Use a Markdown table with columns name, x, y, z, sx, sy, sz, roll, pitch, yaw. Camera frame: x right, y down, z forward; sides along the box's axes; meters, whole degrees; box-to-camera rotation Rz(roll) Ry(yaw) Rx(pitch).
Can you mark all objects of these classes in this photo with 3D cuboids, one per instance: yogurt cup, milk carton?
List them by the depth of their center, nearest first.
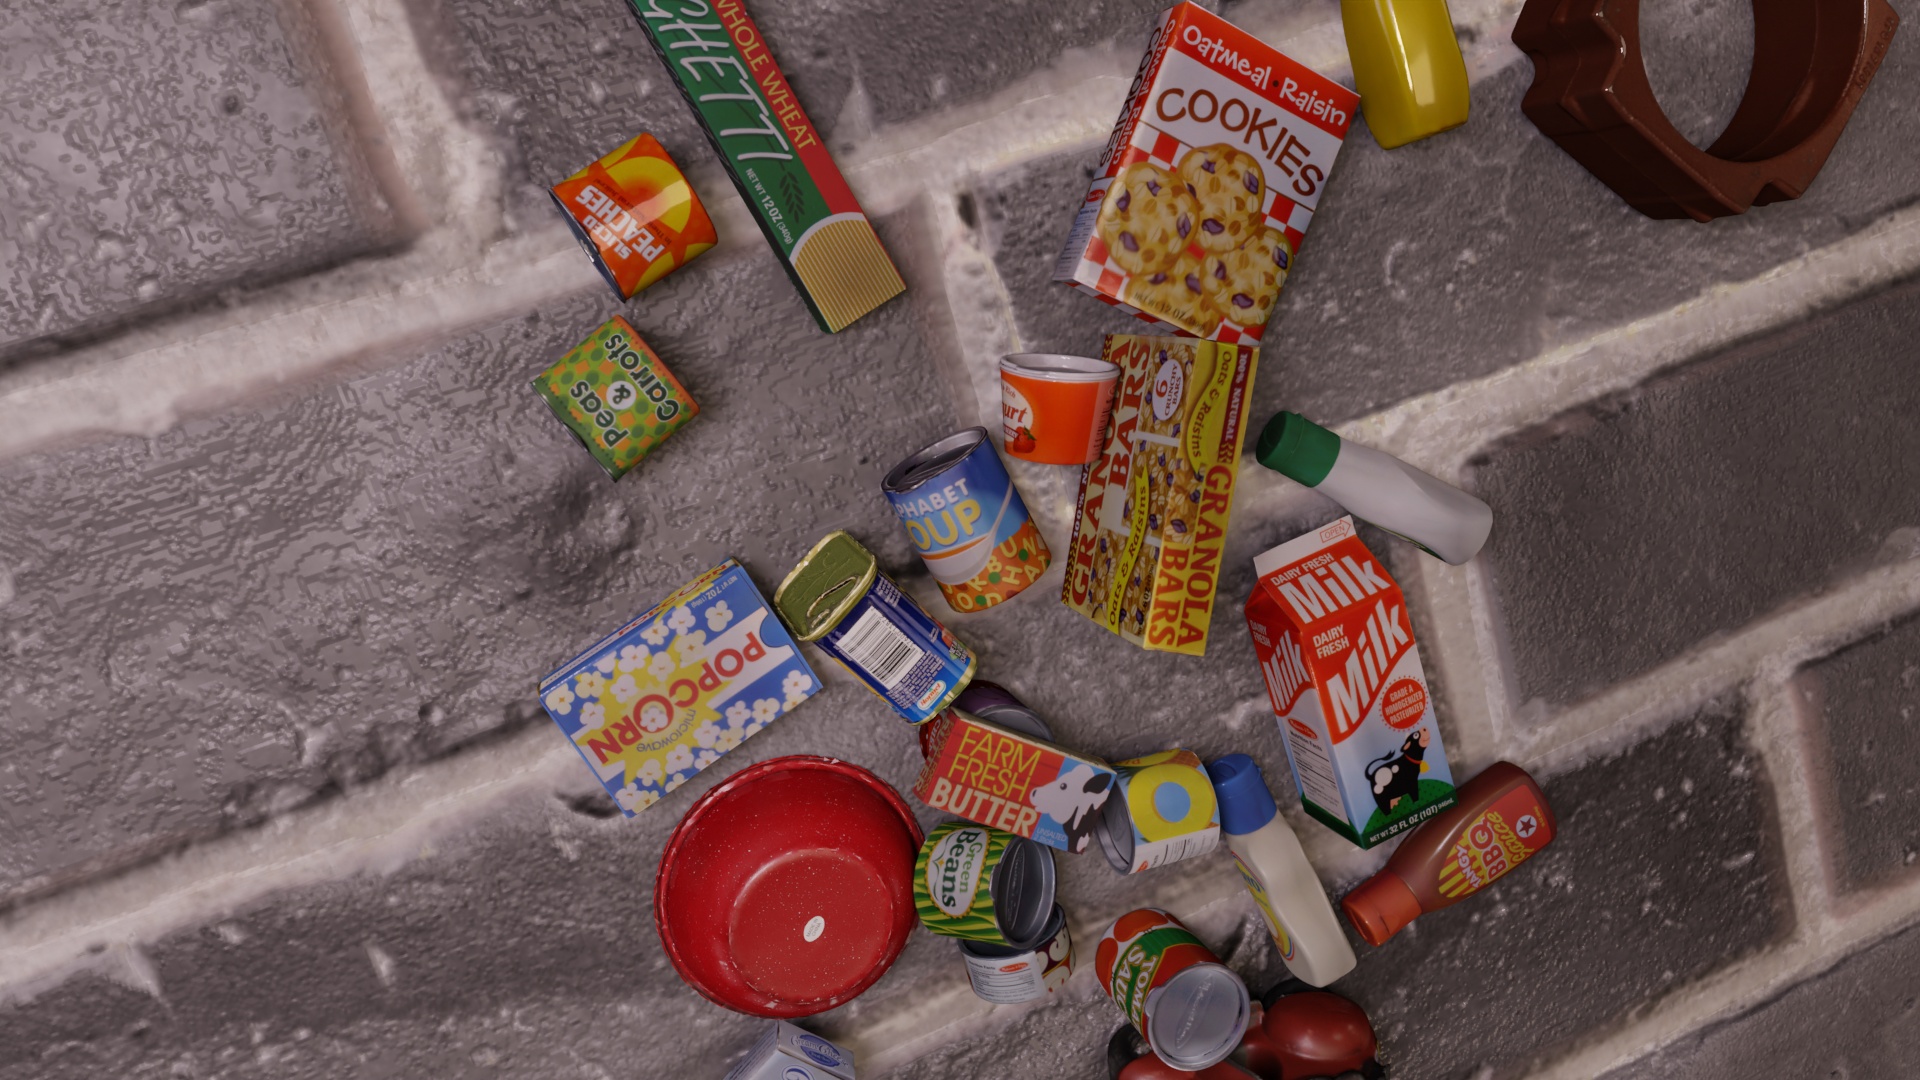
| name | x | y | z | sx | sy | sz | roll | pitch | yaw |
| --- | --- | --- | --- | --- | --- | --- | --- | --- | --- |
| yogurt cup | 0.054 | -0.074 | 0.783 | 0.072 | 0.072 | 0.053 | -1 | 107 | -17 |
| milk carton | 0.236 | 0.084 | 0.857 | 0.072 | 0.073 | 0.190 | -23 | 104 | -12 |

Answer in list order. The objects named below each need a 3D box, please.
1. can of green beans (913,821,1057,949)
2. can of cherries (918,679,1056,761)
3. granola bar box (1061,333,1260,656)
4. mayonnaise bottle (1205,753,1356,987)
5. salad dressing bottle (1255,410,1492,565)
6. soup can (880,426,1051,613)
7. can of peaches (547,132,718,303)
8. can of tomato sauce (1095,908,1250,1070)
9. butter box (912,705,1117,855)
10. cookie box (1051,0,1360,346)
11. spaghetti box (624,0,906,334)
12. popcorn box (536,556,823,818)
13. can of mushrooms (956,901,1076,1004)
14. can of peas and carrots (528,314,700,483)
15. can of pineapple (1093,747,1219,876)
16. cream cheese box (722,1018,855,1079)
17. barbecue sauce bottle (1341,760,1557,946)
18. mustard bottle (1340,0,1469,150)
| name | x | y | z | sx | sy | sz | roll | pitch | yaw |
| --- | --- | --- | --- | --- | --- | --- | --- | --- | --- |
| can of green beans | 0.014 | 0.197 | 0.800 | 0.071 | 0.058 | 0.071 | 4 | 85 | -55 |
| can of cherries | 0.012 | 0.119 | 0.802 | 0.071 | 0.058 | 0.071 | -3 | 101 | -17 |
| granola bar box | 0.106 | -0.031 | 0.772 | 0.039 | 0.124 | 0.165 | 7 | 96 | -18 |
| mayonnaise bottle | 0.196 | 0.205 | 0.872 | 0.041 | 0.065 | 0.148 | -29 | 102 | -7 |
| salad dressing bottle | 0.253 | -0.034 | 0.854 | 0.148 | 0.064 | 0.043 | 25 | 110 | -11 |
| soup can | 0.003 | -0.010 | 0.772 | 0.071 | 0.071 | 0.083 | -32 | 107 | -10 |
| can of peaches | -0.163 | -0.162 | 0.697 | 0.058 | 0.071 | 0.071 | -35 | 107 | -10 |
| can of tomato sauce | 0.126 | 0.271 | 0.847 | 0.071 | 0.083 | 0.071 | -3 | 99 | -17 |
| butter box | 0.030 | 0.133 | 0.764 | 0.103 | 0.024 | 0.053 | 22 | 92 | -20 |
| cookie box | 0.142 | -0.204 | 0.802 | 0.123 | 0.040 | 0.167 | 21 | 93 | -19 |
| spaghetti box | -0.113 | -0.226 | 0.725 | 0.050 | 0.029 | 0.249 | -34 | 107 | -10 |
| popcorn box | -0.152 | 0.079 | 0.755 | 0.127 | 0.038 | 0.085 | -34 | 106 | -9 |
| can of mushrooms | 0.035 | 0.241 | 0.825 | 0.071 | 0.071 | 0.033 | -18 | 104 | -14 |
| can of peas and carrots | -0.175 | -0.073 | 0.707 | 0.059 | 0.071 | 0.071 | -41 | 108 | -8 |
| can of pineapple | 0.115 | 0.161 | 0.837 | 0.058 | 0.071 | 0.071 | -10 | 102 | -16 |
| cream cheese box | -0.112 | 0.322 | 0.793 | 0.053 | 0.024 | 0.103 | 34 | 109 | -21 |
| barbecue sauce bottle | 0.321 | 0.211 | 0.920 | 0.149 | 0.044 | 0.064 | -32 | 107 | -10 |
| mustard bottle | 0.251 | -0.312 | 0.808 | 0.049 | 0.065 | 0.160 | -18 | 100 | -9 |
